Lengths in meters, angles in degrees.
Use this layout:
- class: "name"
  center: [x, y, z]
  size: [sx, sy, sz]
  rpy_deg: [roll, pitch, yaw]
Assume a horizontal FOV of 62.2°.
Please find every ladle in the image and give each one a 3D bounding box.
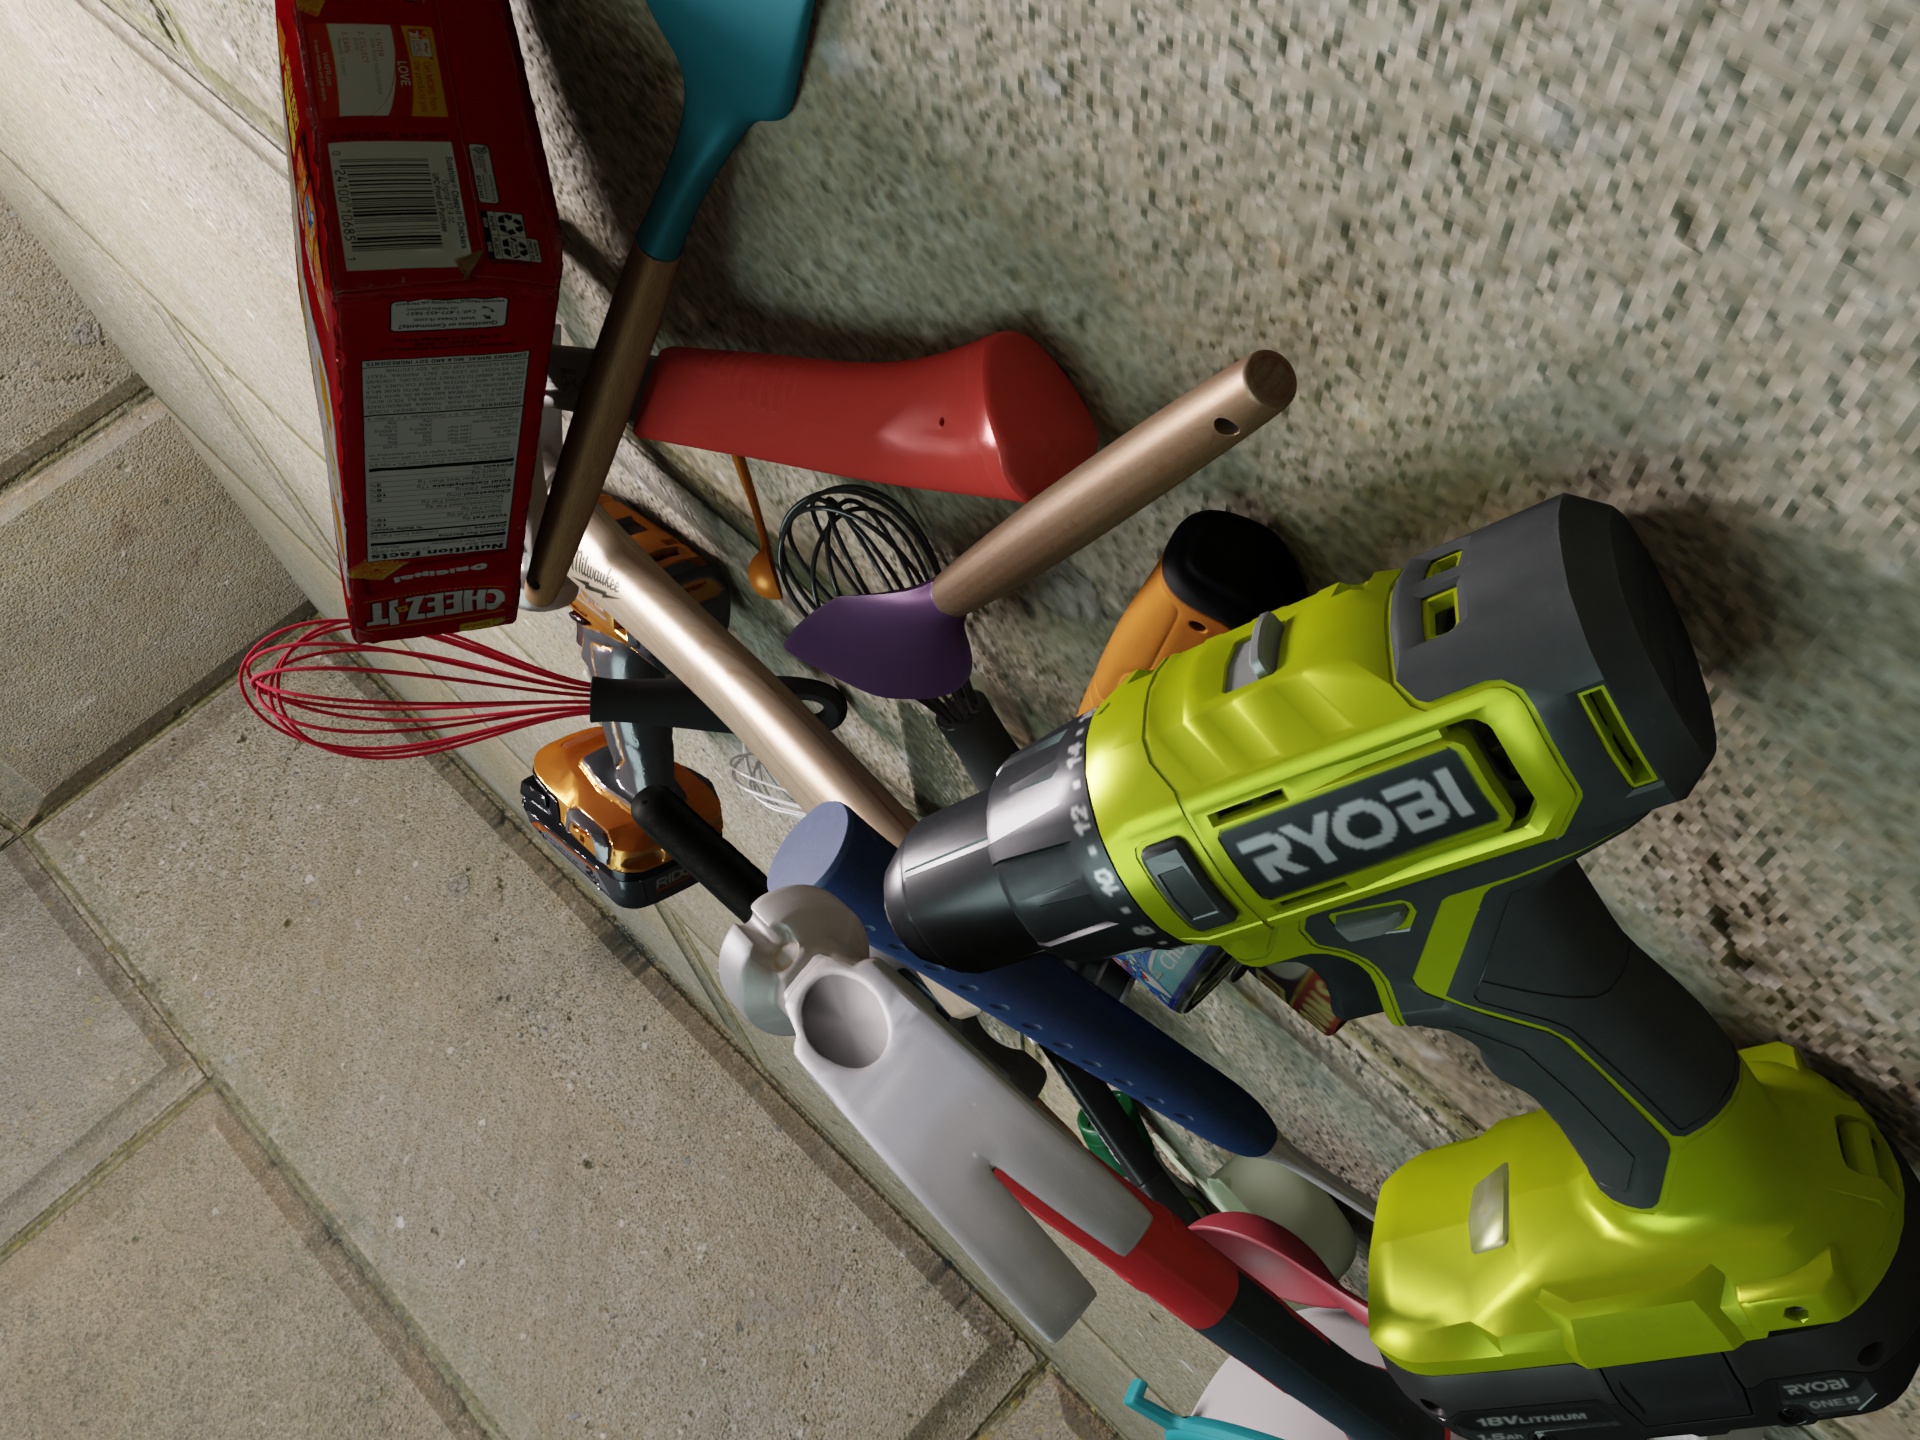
- class: "ladle"
  center: [0.192, 0.250, 0.613]
  size: [0.069, 0.031, 0.315]
  rpy_deg: [42, 165, -23]

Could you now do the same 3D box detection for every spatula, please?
- class: "spatula"
  center: [0.009, -0.042, 0.461]
  size: [0.059, 0.018, 0.316]
  rpy_deg: [27, 162, -14]
- class: "spatula"
  center: [-0.115, -0.134, 0.523]
  size: [0.082, 0.044, 0.317]
  rpy_deg: [42, 137, 7]

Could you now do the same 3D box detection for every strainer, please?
- class: "strainer"
  center: [0.257, 0.336, 0.708]
  size: [0.340, 0.095, 0.210]
  rpy_deg: [-3, 143, 42]

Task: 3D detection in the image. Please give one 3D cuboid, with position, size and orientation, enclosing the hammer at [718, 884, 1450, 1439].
- class: "hammer"
  center: [0.083, 0.180, 0.478]
  size: [0.143, 0.038, 0.385]
  rpy_deg: [34, 171, 49]

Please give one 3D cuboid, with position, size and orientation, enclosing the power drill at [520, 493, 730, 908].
- class: "power drill"
  center: [-0.209, -0.027, 0.915]
  size: [0.185, 0.084, 0.226]
  rpy_deg: [34, 133, 33]

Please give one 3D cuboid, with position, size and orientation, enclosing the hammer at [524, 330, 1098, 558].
- class: "hammer"
  center: [-0.089, -0.104, 0.565]
  size: [0.359, 0.036, 0.149]
  rpy_deg: [20, 115, 48]

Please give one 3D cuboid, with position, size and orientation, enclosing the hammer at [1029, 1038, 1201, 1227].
- class: "hammer"
  center: [0.108, 0.253, 0.842]
  size: [0.334, 0.035, 0.146]
  rpy_deg: [57, 172, -7]

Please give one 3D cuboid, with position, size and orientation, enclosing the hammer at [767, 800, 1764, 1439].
- class: "hammer"
  center: [0.103, 0.145, 0.544]
  size: [0.405, 0.035, 0.144]
  rpy_deg: [36, 170, -24]

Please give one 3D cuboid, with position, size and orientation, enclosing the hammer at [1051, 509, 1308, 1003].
- class: "hammer"
  center: [0.040, 0.023, 0.558]
  size: [0.127, 0.034, 0.336]
  rpy_deg: [26, 154, 4]

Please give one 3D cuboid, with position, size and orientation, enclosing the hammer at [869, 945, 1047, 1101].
- class: "hammer"
  center: [-0.035, 0.111, 0.832]
  size: [0.128, 0.033, 0.331]
  rpy_deg: [43, 178, -8]

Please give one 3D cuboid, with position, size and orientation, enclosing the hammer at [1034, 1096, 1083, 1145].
- class: "hammer"
  center: [-0.008, 0.174, 0.896]
  size: [0.130, 0.031, 0.331]
  rpy_deg: [38, 177, -20]

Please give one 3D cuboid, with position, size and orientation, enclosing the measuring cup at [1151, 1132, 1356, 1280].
- class: "measuring cup"
  center: [0.147, 0.238, 0.824]
  size: [0.083, 0.038, 0.168]
  rpy_deg: [55, 170, -16]

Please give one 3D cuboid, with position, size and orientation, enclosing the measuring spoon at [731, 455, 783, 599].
- class: "measuring spoon"
  center: [-0.086, -0.090, 0.616]
  size: [0.021, 0.011, 0.117]
  rpy_deg: [74, 177, -53]

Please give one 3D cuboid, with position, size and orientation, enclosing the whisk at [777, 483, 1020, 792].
- class: "whisk"
  center: [-0.001, -0.001, 0.642]
  size: [0.055, 0.055, 0.238]
  rpy_deg: [24, 155, 50]

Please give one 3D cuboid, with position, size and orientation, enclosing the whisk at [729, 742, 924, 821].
- class: "whisk"
  center: [-0.041, 0.055, 0.850]
  size: [0.246, 0.058, 0.059]
  rpy_deg: [25, 124, 41]

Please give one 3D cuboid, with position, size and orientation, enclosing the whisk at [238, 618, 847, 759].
- class: "whisk"
  center: [-0.204, -0.012, 0.793]
  size: [0.073, 0.295, 0.073]
  rpy_deg: [-177, 89, -80]

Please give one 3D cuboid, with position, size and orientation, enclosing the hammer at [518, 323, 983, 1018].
- class: "hammer"
  center: [-0.099, -0.027, 0.664]
  size: [0.411, 0.038, 0.146]
  rpy_deg: [41, 137, 39]

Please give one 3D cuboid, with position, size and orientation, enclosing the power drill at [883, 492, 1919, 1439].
- class: "power drill"
  center: [0.107, 0.074, 0.383]
  size: [0.190, 0.080, 0.228]
  rpy_deg: [-25, 115, 32]
